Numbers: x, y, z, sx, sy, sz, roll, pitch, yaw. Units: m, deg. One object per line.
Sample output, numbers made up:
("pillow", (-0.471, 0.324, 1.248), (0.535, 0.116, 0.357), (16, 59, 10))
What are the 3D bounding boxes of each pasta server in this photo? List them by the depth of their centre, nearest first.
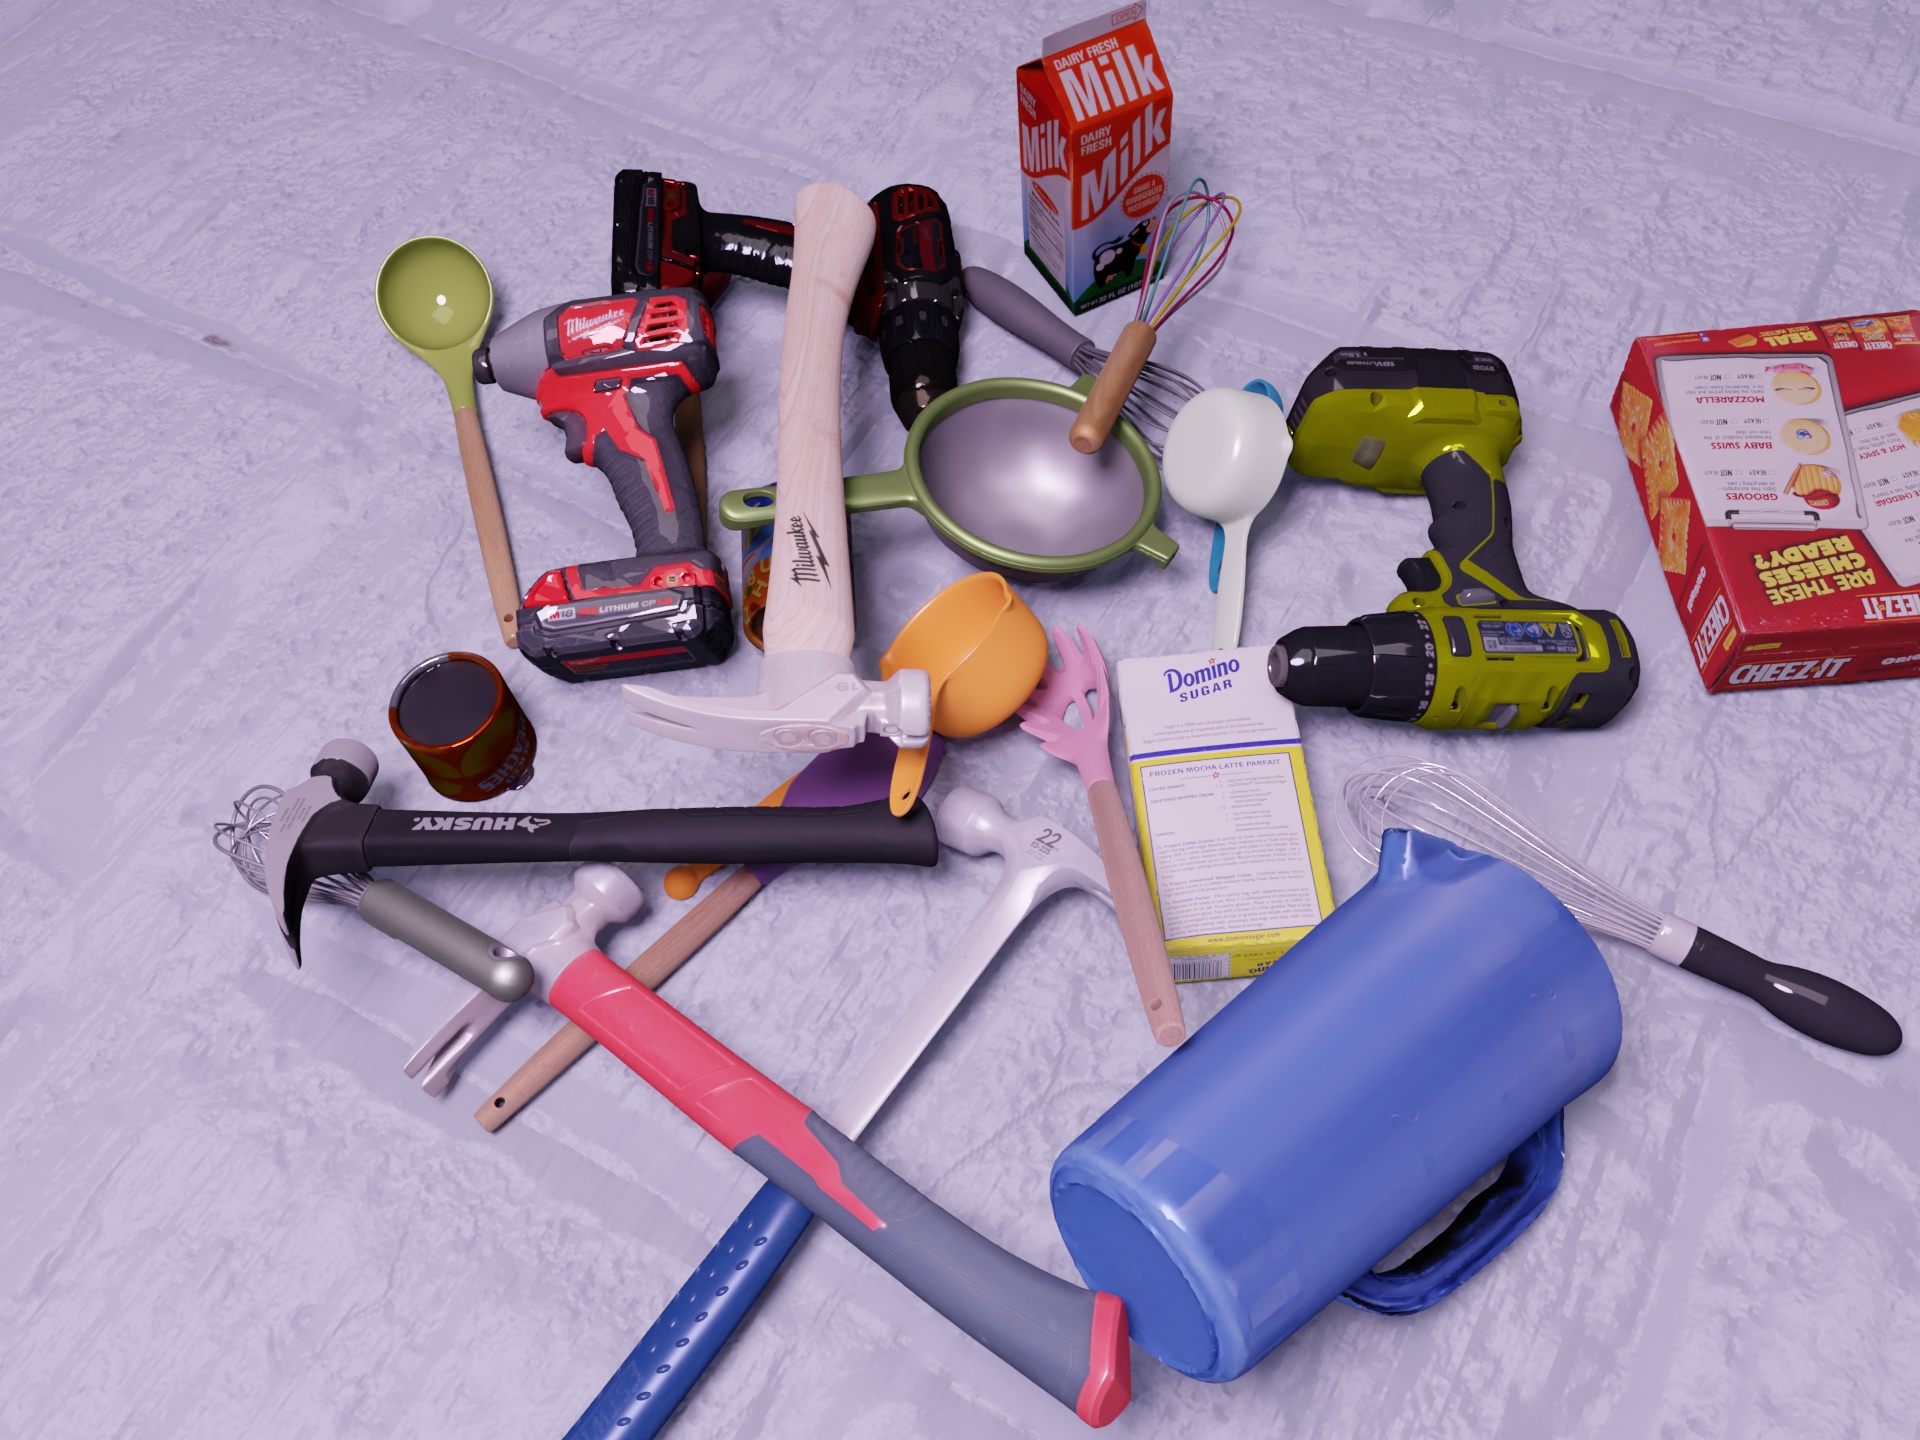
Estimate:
("pasta server", (0.068, 0.044, 0.774), (0.060, 0.040, 0.316), (-37, 26, 15))

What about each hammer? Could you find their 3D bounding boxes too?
("hammer", (-0.092, 0.196, 0.709), (0.387, 0.038, 0.143), (27, 65, 34))
("hammer", (-0.062, 0.207, 0.746), (0.144, 0.035, 0.405), (22, 64, 39))
("hammer", (-0.178, 0.062, 0.800), (0.334, 0.035, 0.146), (0, 34, -1))
("hammer", (-0.092, -0.158, 0.872), (0.146, 0.038, 0.411), (1, 54, -4))

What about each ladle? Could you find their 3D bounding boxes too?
("ladle", (-0.316, -0.183, 1.015), (0.078, 0.062, 0.320), (-18, 61, -5))
("ladle", (-0.177, -0.212, 1.036), (0.069, 0.031, 0.316), (-6, 60, -3))

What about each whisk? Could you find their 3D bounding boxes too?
("whisk", (0.319, 0.094, 0.786), (0.285, 0.070, 0.070), (26, 64, 14))
("whisk", (-0.307, 0.092, 0.825), (0.246, 0.057, 0.059), (20, 100, 31))
("whisk", (0.119, -0.250, 0.967), (0.047, 0.051, 0.245), (17, 56, 15))
("whisk", (0.078, -0.232, 1.016), (0.055, 0.055, 0.239), (-37, 58, -17))

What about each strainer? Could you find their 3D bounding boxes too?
("strainer", (-0.012, -0.119, 0.919), (0.256, 0.069, 0.152), (-9, 57, -15))

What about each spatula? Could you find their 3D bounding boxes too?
("spatula", (-0.128, 0.101, 0.842), (0.060, 0.018, 0.316), (43, 70, 14))

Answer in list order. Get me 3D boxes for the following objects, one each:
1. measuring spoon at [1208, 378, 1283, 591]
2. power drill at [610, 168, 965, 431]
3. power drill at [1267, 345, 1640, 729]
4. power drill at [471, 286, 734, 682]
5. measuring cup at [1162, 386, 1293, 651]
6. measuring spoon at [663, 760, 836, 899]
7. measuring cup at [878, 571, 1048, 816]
("measuring spoon", (0.169, -0.136, 0.937), (0.021, 0.042, 0.128), (13, 88, -22))
("power drill", (-0.107, -0.266, 1.019), (0.226, 0.080, 0.188), (0, 61, -10))
("power drill", (0.251, -0.097, 0.881), (0.190, 0.080, 0.229), (0, 59, -9))
("power drill", (-0.206, -0.139, 0.920), (0.143, 0.078, 0.220), (-7, 79, 1))
("measuring cup", (0.143, -0.108, 0.902), (0.038, 0.083, 0.168), (10, 82, -31))
("measuring spoon", (-0.115, 0.057, 0.871), (0.117, 0.011, 0.021), (-38, 63, -17))
("measuring cup", (-0.001, -0.003, 0.846), (0.095, 0.052, 0.174), (-24, 36, 34))
